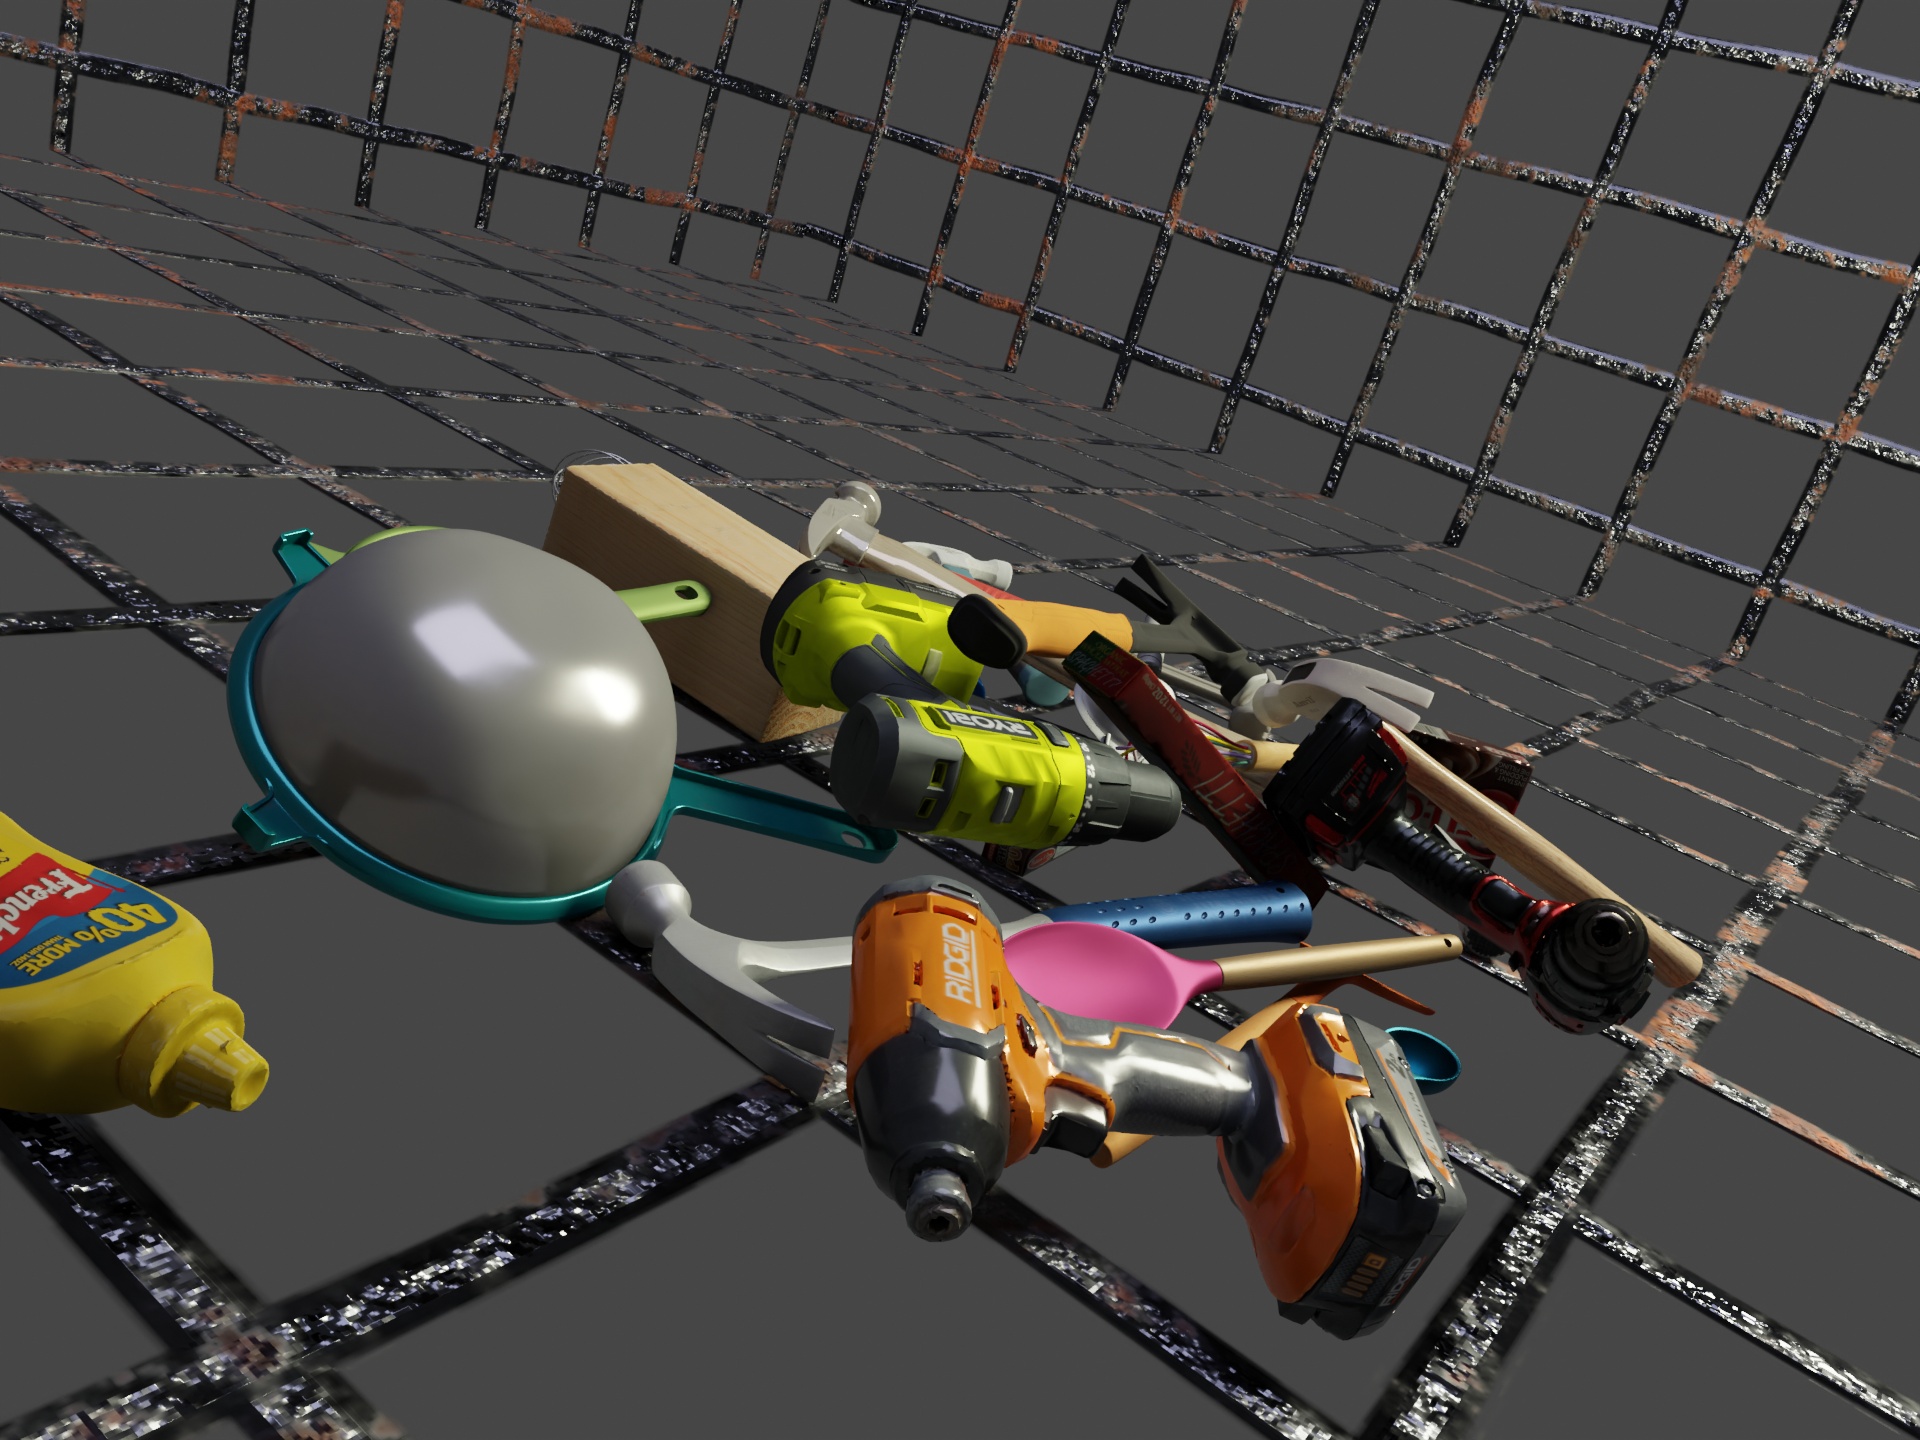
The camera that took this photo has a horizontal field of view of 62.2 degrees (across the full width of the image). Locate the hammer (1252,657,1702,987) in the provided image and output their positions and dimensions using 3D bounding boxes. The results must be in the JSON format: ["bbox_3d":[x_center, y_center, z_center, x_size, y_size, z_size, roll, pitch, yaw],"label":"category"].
[{"bbox_3d":[0.345,0.068,1.026,0.331,0.031,0.130,36,-16,-6],"label":"hammer"}]

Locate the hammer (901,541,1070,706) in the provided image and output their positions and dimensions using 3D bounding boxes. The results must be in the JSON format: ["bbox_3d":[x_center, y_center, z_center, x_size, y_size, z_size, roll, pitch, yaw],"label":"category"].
[{"bbox_3d":[0.025,-0.088,1.350,0.128,0.033,0.331,12,19,-21],"label":"hammer"}]

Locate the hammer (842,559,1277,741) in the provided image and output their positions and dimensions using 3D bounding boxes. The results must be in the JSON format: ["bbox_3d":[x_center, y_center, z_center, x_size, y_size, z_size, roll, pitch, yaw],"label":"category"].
[{"bbox_3d":[0.079,-0.073,1.253,0.359,0.036,0.149,22,18,6],"label":"hammer"}]

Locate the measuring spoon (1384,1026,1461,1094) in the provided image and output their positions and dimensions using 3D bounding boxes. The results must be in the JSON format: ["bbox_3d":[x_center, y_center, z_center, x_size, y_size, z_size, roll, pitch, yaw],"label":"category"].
[{"bbox_3d":[0.200,0.185,0.768,0.042,0.021,0.128,30,31,31],"label":"measuring spoon"}]

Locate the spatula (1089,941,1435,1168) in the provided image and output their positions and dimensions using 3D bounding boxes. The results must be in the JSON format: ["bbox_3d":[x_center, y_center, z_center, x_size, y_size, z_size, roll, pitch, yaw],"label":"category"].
[{"bbox_3d":[0.148,0.158,0.779,0.081,0.041,0.322,27,24,29],"label":"spatula"}]

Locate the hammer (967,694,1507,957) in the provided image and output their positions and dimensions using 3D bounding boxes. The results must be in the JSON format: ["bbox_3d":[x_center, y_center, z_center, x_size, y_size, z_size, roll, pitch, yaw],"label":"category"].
[{"bbox_3d":[0.164,0.050,1.062,0.409,0.036,0.149,20,17,0],"label":"hammer"}]

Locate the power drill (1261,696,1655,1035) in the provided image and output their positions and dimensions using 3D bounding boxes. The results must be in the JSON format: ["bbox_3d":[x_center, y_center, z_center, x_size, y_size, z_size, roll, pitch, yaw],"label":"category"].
[{"bbox_3d":[0.283,0.085,0.890,0.227,0.080,0.187,39,-3,24],"label":"power drill"}]

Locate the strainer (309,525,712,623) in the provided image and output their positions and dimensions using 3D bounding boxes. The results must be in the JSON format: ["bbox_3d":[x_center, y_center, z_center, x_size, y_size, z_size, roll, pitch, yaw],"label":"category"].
[{"bbox_3d":[-0.236,-0.037,0.875,0.151,0.069,0.256,48,30,13],"label":"strainer"}]

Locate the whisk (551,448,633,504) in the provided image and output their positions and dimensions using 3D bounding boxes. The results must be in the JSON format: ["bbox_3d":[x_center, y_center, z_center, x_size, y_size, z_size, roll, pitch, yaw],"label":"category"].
[{"bbox_3d":[-0.167,-0.107,1.142,0.284,0.070,0.070,30,18,-4],"label":"whisk"}]

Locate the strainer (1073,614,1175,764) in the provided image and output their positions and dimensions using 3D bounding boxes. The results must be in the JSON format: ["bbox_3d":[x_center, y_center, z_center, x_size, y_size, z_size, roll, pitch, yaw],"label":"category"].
[{"bbox_3d":[0.128,-0.034,1.095,0.087,0.050,0.258,33,26,-4],"label":"strainer"}]

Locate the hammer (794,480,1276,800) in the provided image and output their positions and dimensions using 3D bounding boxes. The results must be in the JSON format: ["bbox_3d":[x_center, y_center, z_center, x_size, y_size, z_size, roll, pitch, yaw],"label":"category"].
[{"bbox_3d":[0.072,-0.036,1.119,0.410,0.038,0.146,29,28,-3],"label":"hammer"}]

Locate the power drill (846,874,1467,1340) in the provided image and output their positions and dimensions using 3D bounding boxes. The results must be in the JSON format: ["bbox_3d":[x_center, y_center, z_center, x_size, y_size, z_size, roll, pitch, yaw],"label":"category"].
[{"bbox_3d":[0.065,0.150,0.591,0.226,0.084,0.164,20,25,-11],"label":"power drill"}]

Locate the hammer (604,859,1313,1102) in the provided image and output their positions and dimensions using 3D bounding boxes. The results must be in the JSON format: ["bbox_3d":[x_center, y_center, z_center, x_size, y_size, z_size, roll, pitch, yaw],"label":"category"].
[{"bbox_3d":[0.037,0.110,0.787,0.405,0.035,0.144,1,24,-40],"label":"hammer"}]

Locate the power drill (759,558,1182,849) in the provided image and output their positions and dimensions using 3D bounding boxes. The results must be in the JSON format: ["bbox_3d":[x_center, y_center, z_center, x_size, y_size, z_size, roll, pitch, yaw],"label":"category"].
[{"bbox_3d":[-0.001,-0.003,0.868,0.190,0.080,0.229,10,21,-30],"label":"power drill"}]

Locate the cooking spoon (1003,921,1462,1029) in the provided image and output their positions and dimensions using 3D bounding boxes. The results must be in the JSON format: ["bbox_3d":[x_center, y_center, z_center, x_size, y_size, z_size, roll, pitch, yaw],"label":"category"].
[{"bbox_3d":[0.141,0.123,0.773,0.318,0.017,0.069,0,52,-36],"label":"cooking spoon"}]

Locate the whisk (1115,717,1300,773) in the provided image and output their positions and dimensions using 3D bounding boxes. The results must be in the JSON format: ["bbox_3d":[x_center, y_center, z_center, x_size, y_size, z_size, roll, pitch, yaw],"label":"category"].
[{"bbox_3d":[0.170,0.022,1.033,0.051,0.047,0.244,44,22,30],"label":"whisk"}]

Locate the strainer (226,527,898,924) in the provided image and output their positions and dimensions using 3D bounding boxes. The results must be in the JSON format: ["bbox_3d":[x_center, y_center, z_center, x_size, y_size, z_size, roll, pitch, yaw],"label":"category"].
[{"bbox_3d":[-0.157,-0.001,0.754,0.340,0.095,0.211,18,37,-31],"label":"strainer"}]

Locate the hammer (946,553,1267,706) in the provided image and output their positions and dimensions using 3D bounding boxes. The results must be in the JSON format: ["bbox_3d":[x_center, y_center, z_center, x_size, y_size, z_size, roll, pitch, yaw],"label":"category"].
[{"bbox_3d":[0.083,-0.058,0.966,0.127,0.034,0.336,47,22,20],"label":"hammer"}]
